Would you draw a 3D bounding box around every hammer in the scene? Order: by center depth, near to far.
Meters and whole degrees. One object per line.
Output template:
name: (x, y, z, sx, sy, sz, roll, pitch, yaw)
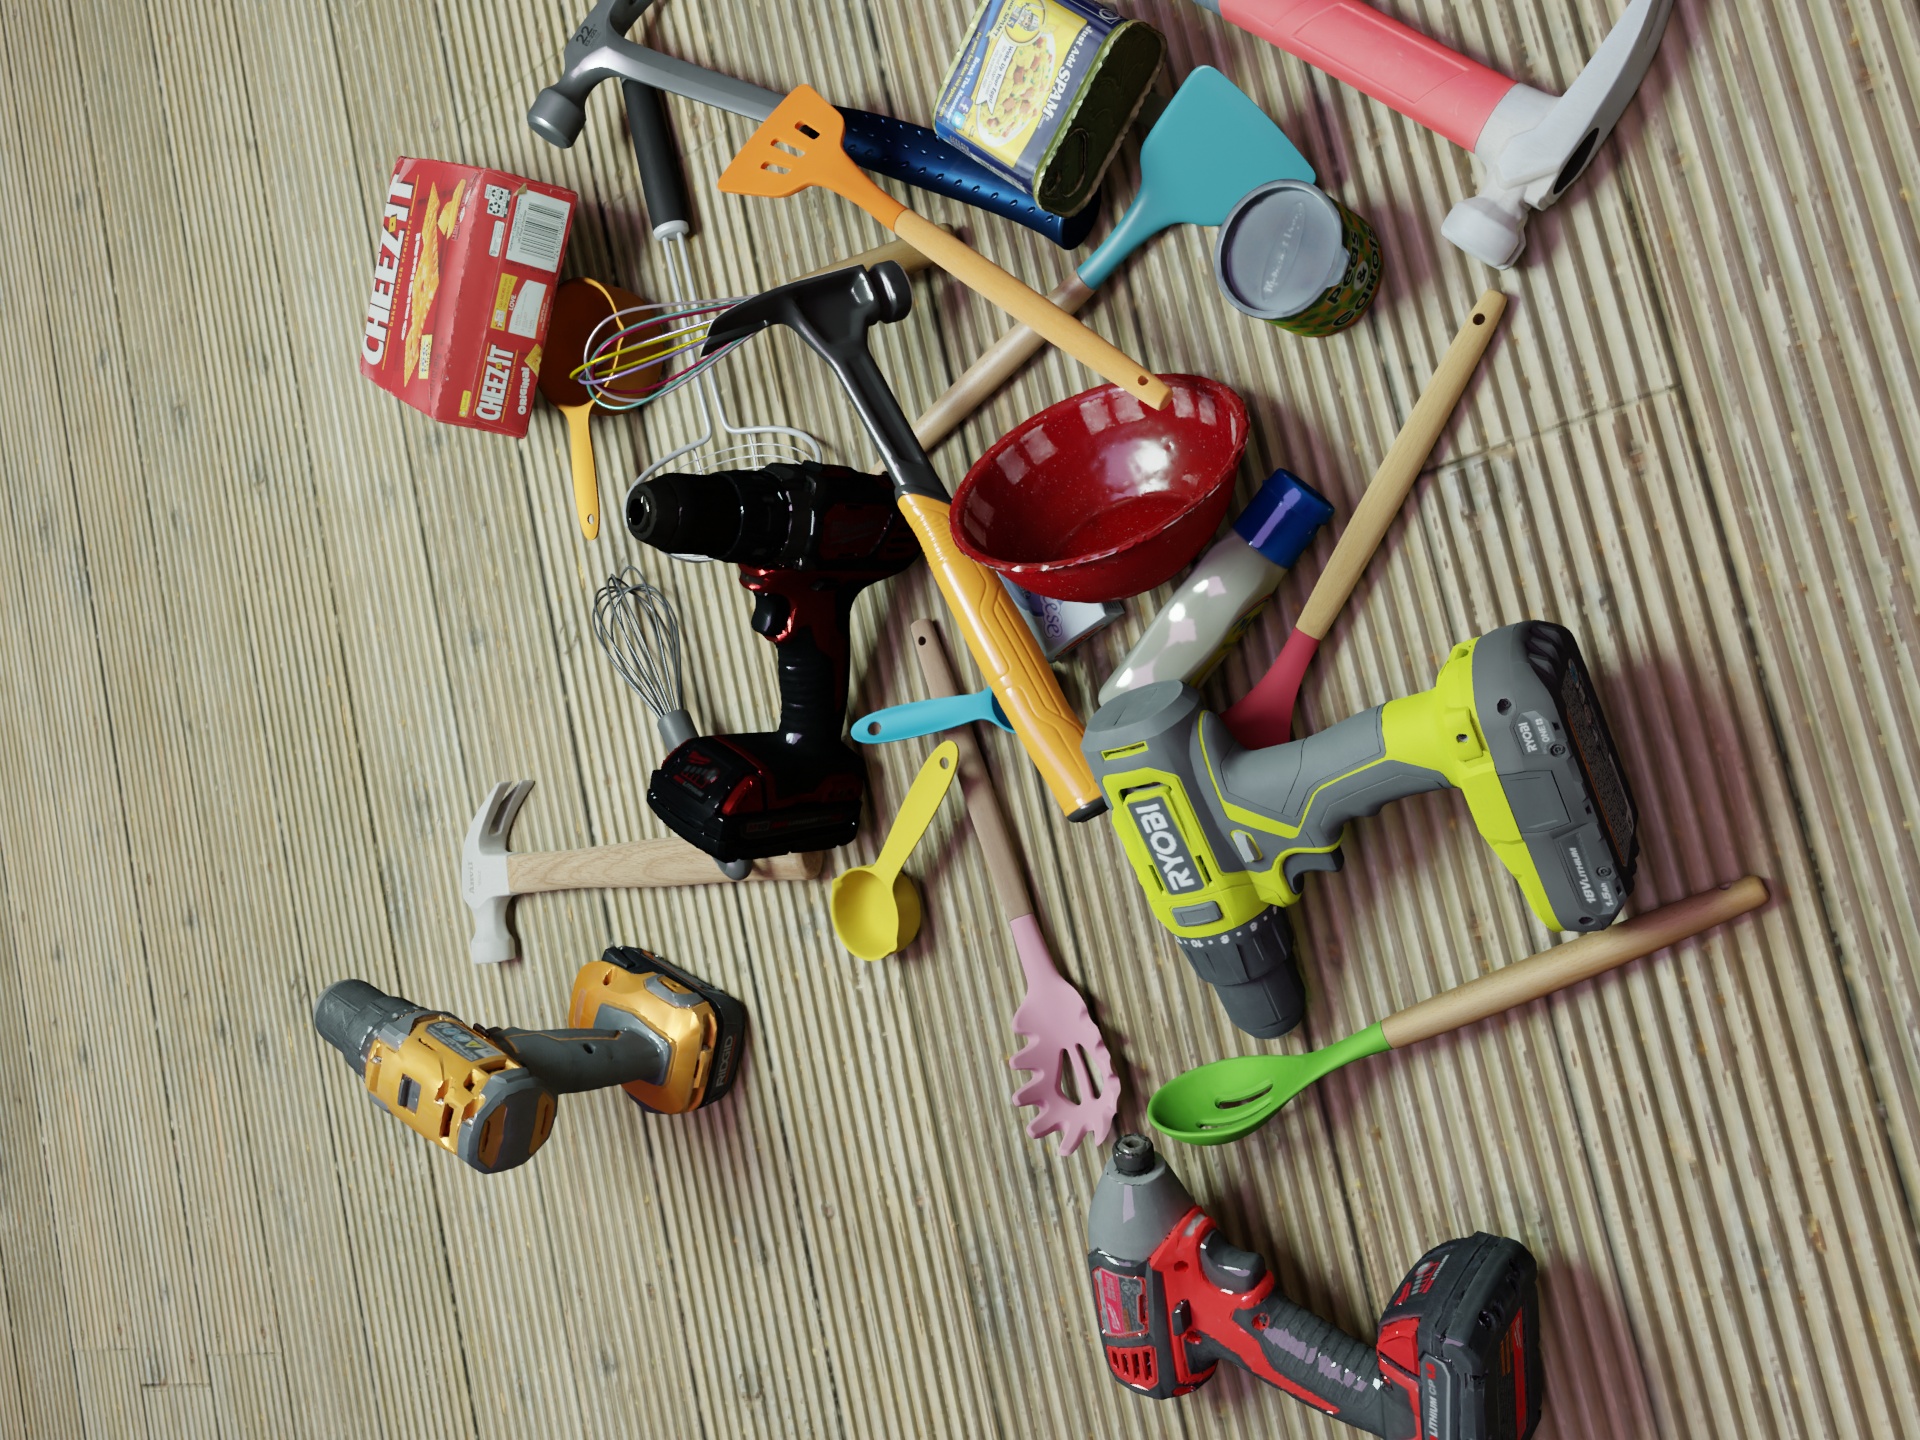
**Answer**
hammer: (0.157, -0.380, 0.797, 0.387, 0.038, 0.143, 42, 112, 27)
hammer: (-0.012, -0.094, 0.858, 0.337, 0.127, 0.034, 61, 152, 9)
hammer: (-0.089, -0.367, 0.957, 0.406, 0.035, 0.144, 28, 88, 27)
hammer: (-0.228, 0.096, 1.085, 0.331, 0.031, 0.130, -8, 87, 35)

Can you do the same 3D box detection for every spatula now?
spatula: (-0.010, -0.255, 0.864, 0.323, 0.041, 0.081, 40, 90, 21)
spatula: (0.049, -0.221, 0.872, 0.082, 0.044, 0.317, 39, 125, -19)

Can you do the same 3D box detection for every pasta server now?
pasta server: (0.023, 0.087, 0.905, 0.060, 0.040, 0.316, -24, 77, 20)

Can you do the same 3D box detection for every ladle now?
ladle: (0.188, -0.066, 0.794, 0.069, 0.031, 0.315, 34, 108, 27)

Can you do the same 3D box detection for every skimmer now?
skimmer: (-0.177, -0.268, 1.003, 0.127, 0.090, 0.363, -15, 79, 2)

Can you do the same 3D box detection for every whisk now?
whisk: (-0.117, -0.241, 0.937, 0.245, 0.047, 0.051, -18, 67, 7)
whisk: (-0.183, -0.001, 1.027, 0.055, 0.055, 0.239, -41, 63, 29)

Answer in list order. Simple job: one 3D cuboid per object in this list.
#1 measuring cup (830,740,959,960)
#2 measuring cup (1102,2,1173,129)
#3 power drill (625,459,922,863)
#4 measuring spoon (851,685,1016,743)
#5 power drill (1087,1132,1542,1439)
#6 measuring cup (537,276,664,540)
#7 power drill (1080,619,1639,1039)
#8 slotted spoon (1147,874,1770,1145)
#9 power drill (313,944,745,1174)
measuring cup: (-0.029, 0.075, 0.938, 0.062, 0.029, 0.156, 42, 119, 29)
measuring cup: (0.086, -0.333, 0.846, 0.168, 0.038, 0.083, 38, 112, 30)
power drill: (-0.117, -0.038, 0.909, 0.080, 0.187, 0.226, 28, 112, 41)
measuring spoon: (-0.001, -0.003, 0.914, 0.128, 0.021, 0.042, -11, 73, 20)
power drill: (0.160, 0.285, 0.776, 0.220, 0.078, 0.143, 6, 114, 37)
measuring cup: (-0.238, -0.207, 1.072, 0.095, 0.052, 0.173, -3, 91, 35)
power drill: (0.188, 0.057, 0.747, 0.228, 0.080, 0.190, -16, 108, 33)
slotted spoon: (0.228, 0.142, 0.760, 0.314, 0.070, 0.031, -30, 99, 27)
power drill: (-0.272, 0.200, 0.999, 0.185, 0.226, 0.084, 20, 103, 33)
